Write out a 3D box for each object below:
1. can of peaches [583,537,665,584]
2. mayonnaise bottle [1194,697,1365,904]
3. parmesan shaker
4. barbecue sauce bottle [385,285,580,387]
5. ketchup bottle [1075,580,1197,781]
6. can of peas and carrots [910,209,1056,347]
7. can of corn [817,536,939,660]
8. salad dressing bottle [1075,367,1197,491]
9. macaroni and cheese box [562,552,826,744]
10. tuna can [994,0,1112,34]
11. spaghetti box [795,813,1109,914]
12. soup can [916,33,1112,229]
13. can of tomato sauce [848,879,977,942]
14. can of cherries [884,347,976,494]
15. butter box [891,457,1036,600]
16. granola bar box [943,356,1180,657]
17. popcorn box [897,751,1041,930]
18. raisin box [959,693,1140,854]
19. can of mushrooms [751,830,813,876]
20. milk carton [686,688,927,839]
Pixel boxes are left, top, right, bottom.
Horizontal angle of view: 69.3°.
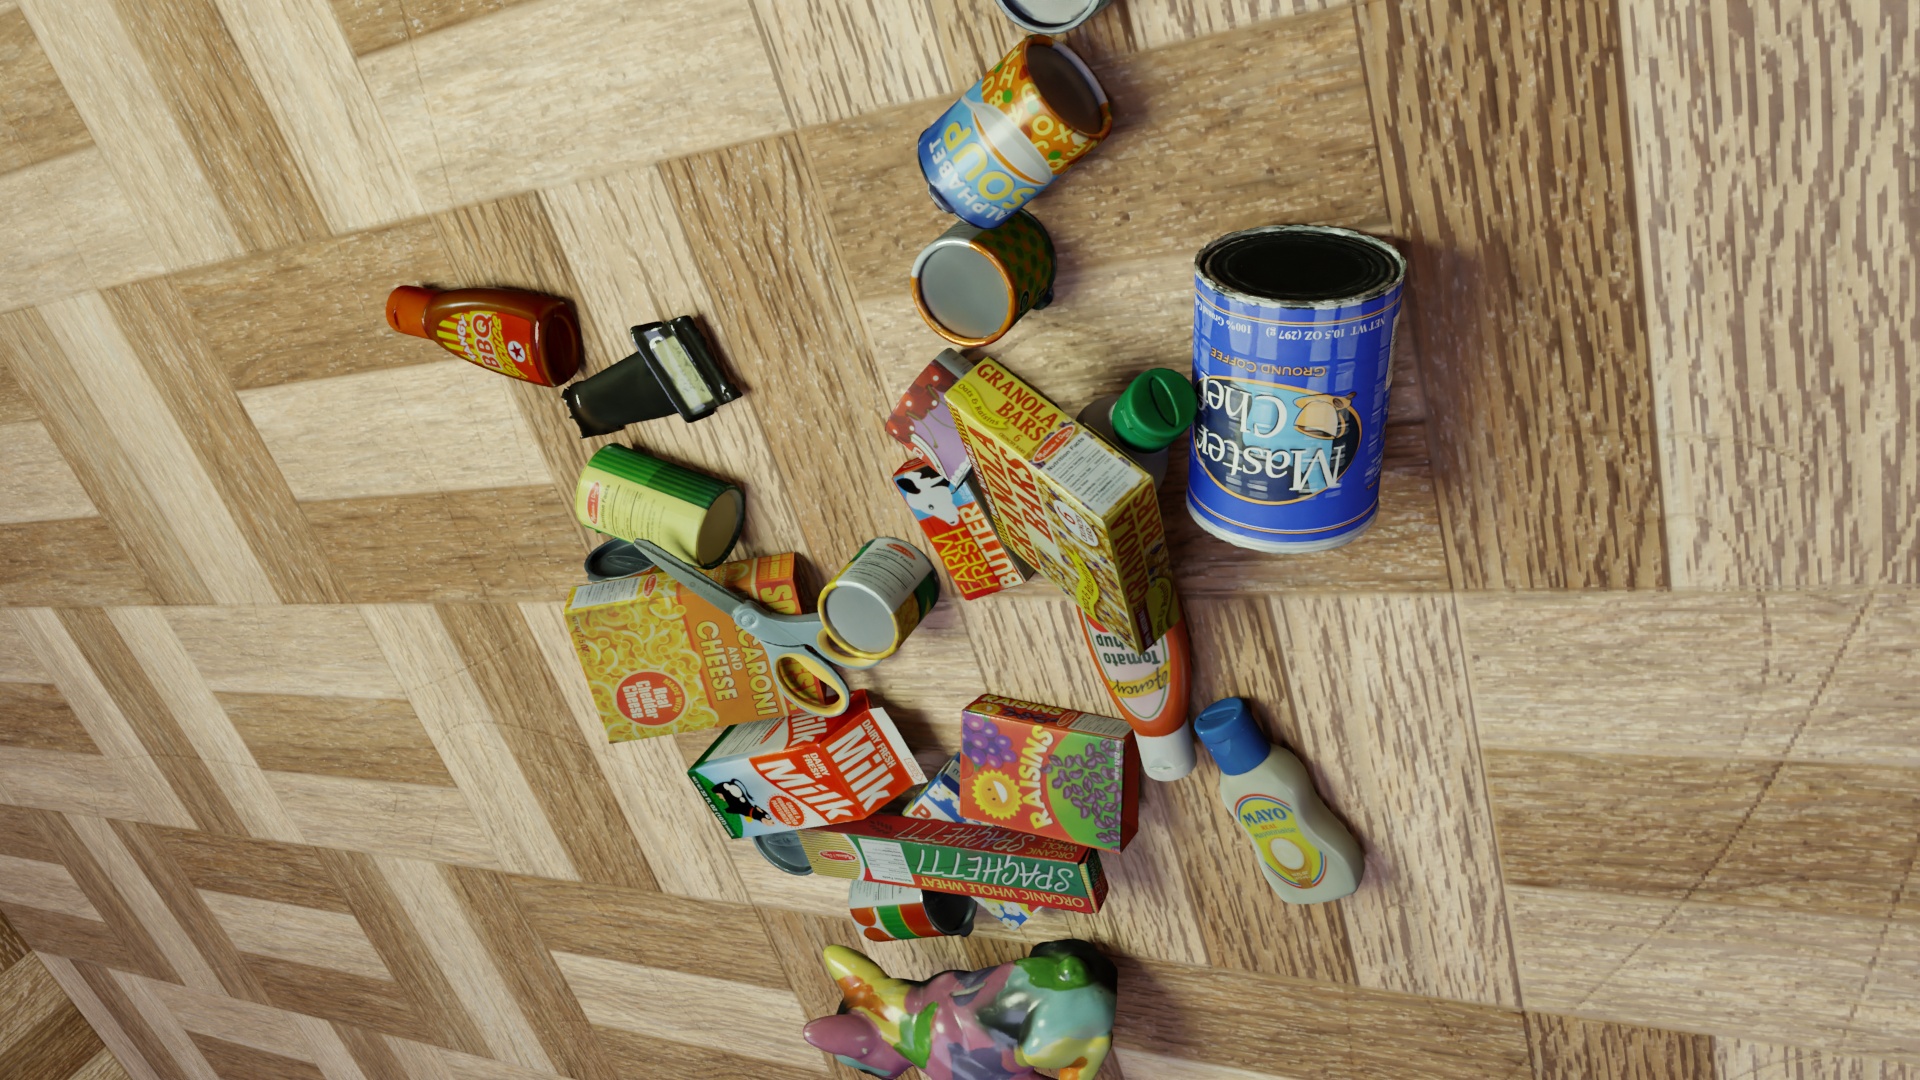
[{"bbox_3d":[-0.248,0.036,1.059,0.071,0.071,0.057,7,125,26],"label":"can of peaches"},{"bbox_3d":[0.204,0.171,0.909,0.064,0.041,0.148,-22,109,39],"label":"mayonnaise bottle"},{"bbox_3d":[-0.216,-0.022,1.004,0.103,0.072,0.071,19,128,17],"label":"parmesan shaker"},{"bbox_3d":[-0.347,-0.155,1.005,0.148,0.044,0.064,15,128,21],"label":"barbecue sauce bottle"},{"bbox_3d":[0.121,0.087,0.899,0.064,0.044,0.148,-5,119,26],"label":"ketchup bottle"},{"bbox_3d":[0.015,-0.149,0.790,0.071,0.059,0.070,15,127,21],"label":"can of peas and carrots"},{"bbox_3d":[-0.057,0.042,0.961,0.071,0.058,0.070,15,127,21],"label":"can of corn"},{"bbox_3d":[0.094,-0.056,0.765,0.147,0.044,0.064,121,128,-79],"label":"salad dressing bottle"},{"bbox_3d":[-0.193,0.080,1.028,0.166,0.040,0.123,-9,121,1],"label":"macaroni and cheese box"},{"bbox_3d":[0.047,-0.292,0.691,0.071,0.033,0.070,15,127,21],"label":"tuna can"},{"bbox_3d":[-0.010,0.236,1.032,0.250,0.029,0.050,-1,120,31],"label":"spaghetti box"},{"bbox_3d":[0.027,-0.213,0.730,0.083,0.072,0.071,-32,102,40],"label":"soup can"},{"bbox_3d":[-0.037,0.286,1.111,0.083,0.071,0.071,-19,110,38],"label":"can of tomato sauce"},{"bbox_3d":[-0.006,-0.073,0.846,0.058,0.072,0.071,38,132,2],"label":"can of cherries"},{"bbox_3d":[0.003,-0.011,0.913,0.053,0.024,0.103,-19,110,37],"label":"butter box"},{"bbox_3d":[0.062,-0.016,0.789,0.124,0.039,0.165,40,167,30],"label":"granola bar box"},{"bbox_3d":[0.020,0.229,1.057,0.127,0.038,0.084,39,131,1],"label":"popcorn box"},{"bbox_3d":[0.062,0.162,0.972,0.123,0.040,0.085,8,108,26],"label":"raisin box"},{"bbox_3d":[-0.140,0.243,1.163,0.071,0.034,0.070,16,128,21],"label":"can of mushrooms"},{"bbox_3d":[-0.112,0.171,1.071,0.190,0.074,0.072,-18,110,37],"label":"milk carton"}]
